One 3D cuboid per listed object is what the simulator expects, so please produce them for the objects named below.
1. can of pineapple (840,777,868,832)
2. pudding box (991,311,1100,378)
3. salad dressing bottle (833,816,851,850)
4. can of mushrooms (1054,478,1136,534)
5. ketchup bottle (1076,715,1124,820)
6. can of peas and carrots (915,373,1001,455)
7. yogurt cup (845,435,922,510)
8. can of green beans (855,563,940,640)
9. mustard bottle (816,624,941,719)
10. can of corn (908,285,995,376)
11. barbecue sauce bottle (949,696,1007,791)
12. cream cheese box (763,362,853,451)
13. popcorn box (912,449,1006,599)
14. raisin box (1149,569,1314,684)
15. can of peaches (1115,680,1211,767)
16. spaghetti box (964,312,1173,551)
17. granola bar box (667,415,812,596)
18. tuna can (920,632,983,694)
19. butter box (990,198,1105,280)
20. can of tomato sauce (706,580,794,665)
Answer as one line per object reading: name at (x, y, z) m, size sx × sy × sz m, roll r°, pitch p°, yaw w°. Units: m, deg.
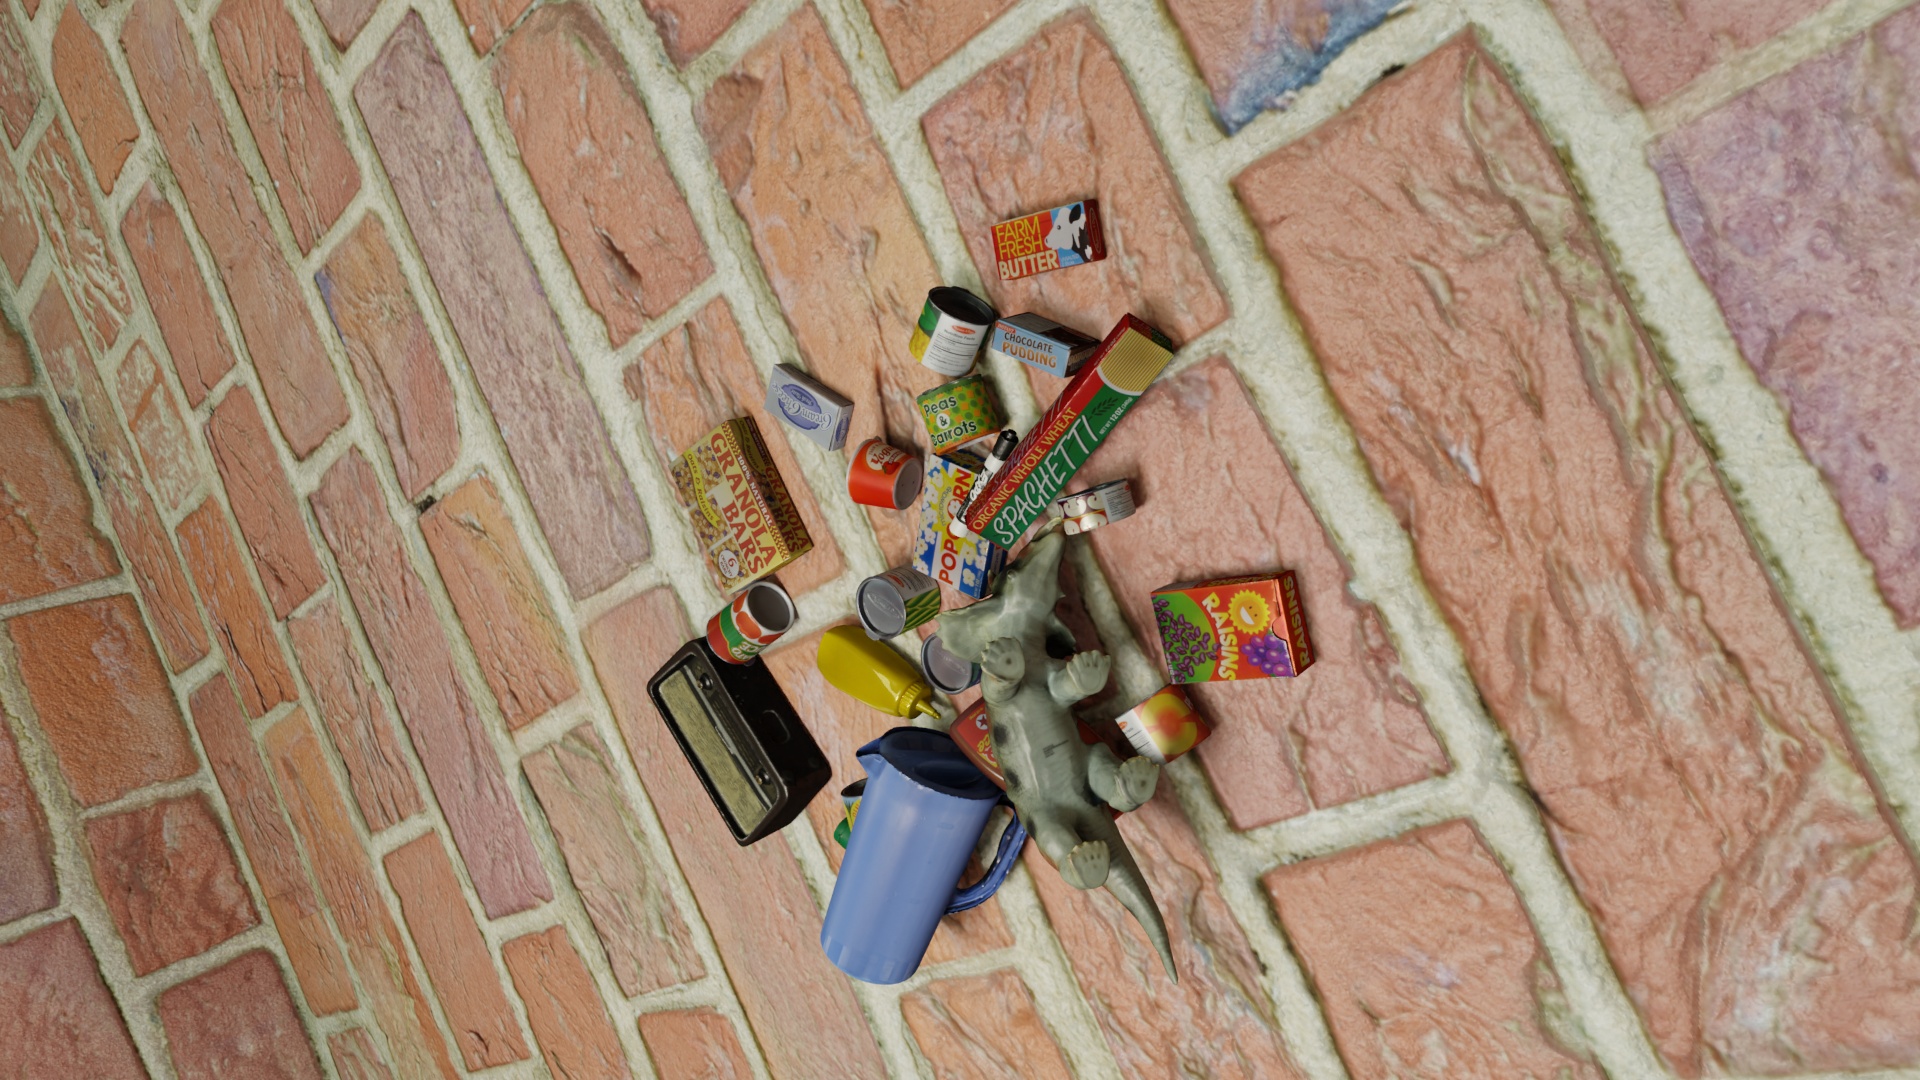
can of pineapple at (-0.090, 0.290, 1.489) m, size 0.071 × 0.071 × 0.057 m, roll -9°, pitch 98°, yaw 40°
pudding box at (0.075, -0.174, 1.231) m, size 0.084 × 0.050 × 0.030 m, roll 27°, pitch 120°, yaw 30°
salad dressing bottle at (-0.076, 0.357, 1.516) m, size 0.148 × 0.044 × 0.064 m, roll 35°, pitch 127°, yaw 27°
can of mushrooms at (0.118, -0.030, 1.228) m, size 0.071 × 0.071 × 0.033 m, roll -15°, pitch 95°, yaw 41°
ketchup bottle at (0.107, 0.198, 1.319) m, size 0.149 × 0.044 × 0.064 m, roll 49°, pitch 137°, yaw 18°
can of peas and carrots at (-0.003, -0.117, 1.297) m, size 0.070 × 0.071 × 0.058 m, roll -20°, pitch 90°, yaw 41°
yogurt cup at (-0.074, -0.063, 1.377) m, size 0.054 × 0.073 × 0.072 m, roll 17°, pitch 114°, yaw 26°
can of green beans at (-0.063, 0.061, 1.407) m, size 0.071 × 0.058 × 0.071 m, roll 12°, pitch 111°, yaw 36°
mustard bottle at (-0.079, 0.147, 1.452) m, size 0.160 × 0.049 × 0.065 m, roll 30°, pitch 121°, yaw 28°
can of corn at (-0.008, -0.194, 1.285) m, size 0.071 × 0.071 × 0.058 m, roll 40°, pitch 125°, yaw 23°
barbecue sauce bottle at (0.058, 0.219, 1.352) m, size 0.149 × 0.065 × 0.043 m, roll 46°, pitch 165°, yaw 21°
cream cheese box at (-0.159, -0.140, 1.448) m, size 0.104 × 0.024 × 0.053 m, roll 33°, pitch 122°, yaw 27°
popcorn box at (0.005, -0.017, 1.342) m, size 0.085 × 0.038 × 0.126 m, roll 25°, pitch 118°, yaw 31°
raisin box at (0.231, 0.074, 1.185) m, size 0.123 × 0.040 × 0.086 m, roll -9°, pitch 97°, yaw 40°
can of peaches at (0.183, 0.164, 1.235) m, size 0.071 × 0.071 × 0.058 m, roll -42°, pitch 76°, yaw 39°
spaghetti box at (0.091, -0.090, 1.222) m, size 0.050 × 0.029 × 0.249 m, roll 29°, pitch 120°, yaw -18°
granola bar box at (-0.245, -0.038, 1.538) m, size 0.123 × 0.039 × 0.165 m, roll -30°, pitch 83°, yaw 40°
tuna can at (-0.004, 0.117, 1.393) m, size 0.071 × 0.033 × 0.071 m, roll 13°, pitch 111°, yaw 36°
butter box at (0.076, -0.263, 1.221) m, size 0.103 × 0.024 × 0.053 m, roll -5°, pitch 99°, yaw 40°
can of tomato sauce at (-0.233, 0.093, 1.549) m, size 0.082 × 0.071 × 0.071 m, roll -37°, pitch 79°, yaw 39°
